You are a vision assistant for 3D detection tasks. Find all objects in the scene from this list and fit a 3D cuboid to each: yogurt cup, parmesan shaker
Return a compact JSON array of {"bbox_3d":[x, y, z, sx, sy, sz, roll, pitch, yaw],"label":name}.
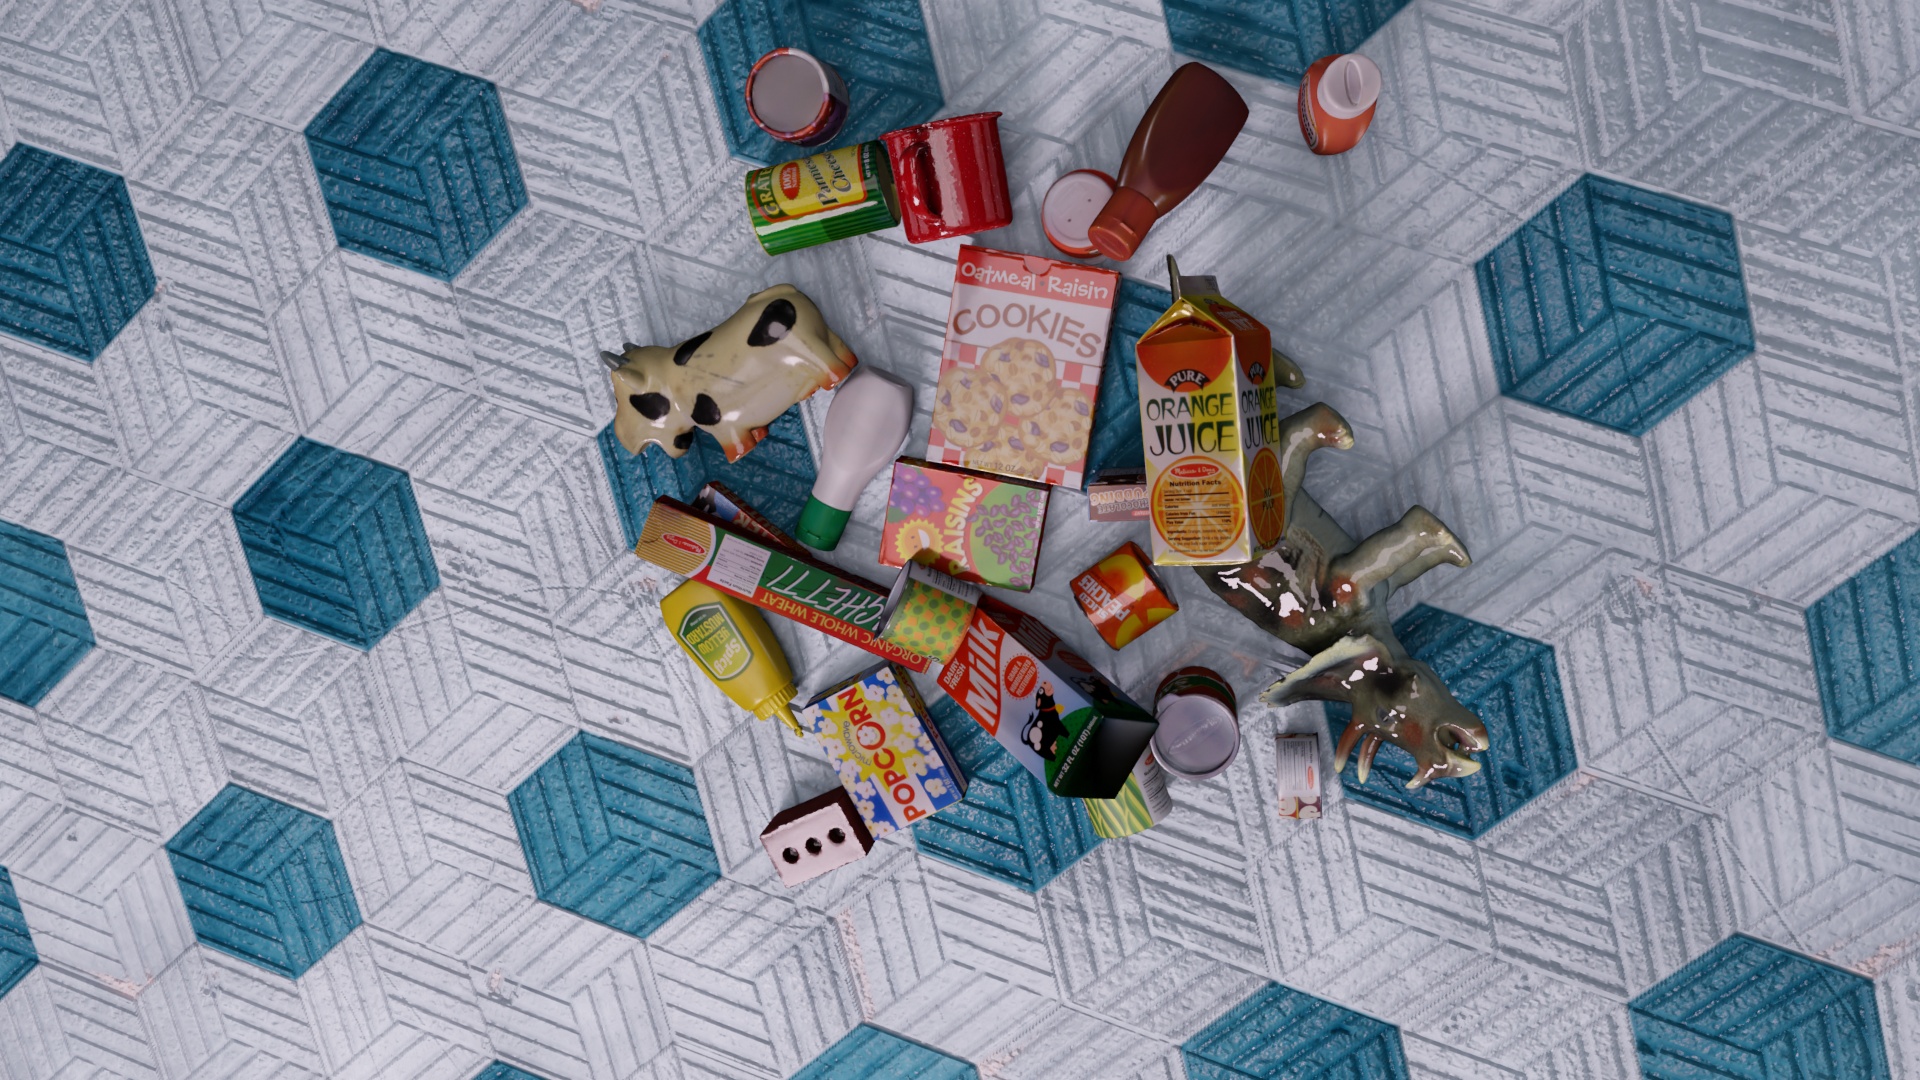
[{"bbox_3d":[0.091,-0.243,1.028,0.072,0.054,0.072,2,99,10],"label":"yogurt cup"},{"bbox_3d":[-0.103,-0.262,1.053,0.103,0.071,0.071,-11,98,11],"label":"parmesan shaker"}]

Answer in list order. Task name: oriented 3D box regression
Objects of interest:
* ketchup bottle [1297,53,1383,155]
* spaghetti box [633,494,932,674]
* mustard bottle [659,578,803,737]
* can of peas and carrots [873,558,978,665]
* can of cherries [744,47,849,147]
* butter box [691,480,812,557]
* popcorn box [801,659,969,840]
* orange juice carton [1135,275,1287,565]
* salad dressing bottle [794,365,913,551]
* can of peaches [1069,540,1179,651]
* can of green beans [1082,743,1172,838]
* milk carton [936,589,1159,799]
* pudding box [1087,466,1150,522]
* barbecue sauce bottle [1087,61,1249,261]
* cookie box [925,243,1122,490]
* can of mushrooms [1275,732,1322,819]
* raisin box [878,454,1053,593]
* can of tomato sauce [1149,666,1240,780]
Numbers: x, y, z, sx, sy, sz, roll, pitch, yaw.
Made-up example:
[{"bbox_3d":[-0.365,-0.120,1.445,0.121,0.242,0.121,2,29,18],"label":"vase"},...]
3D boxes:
[{"bbox_3d":[0.257,-0.300,0.941,0.043,0.149,0.064,-9,98,10],"label":"ketchup bottle"},{"bbox_3d":[-0.131,0.036,1.100,0.250,0.029,0.050,23,103,-7],"label":"spaghetti box"},{"bbox_3d":[-0.176,0.097,1.133,0.065,0.049,0.160,-38,91,15],"label":"mustard bottle"},{"bbox_3d":[-0.026,0.057,1.061,0.059,0.071,0.070,23,103,-8],"label":"can of peas and carrots"},{"bbox_3d":[-0.124,-0.331,1.048,0.071,0.058,0.071,2,100,9],"label":"can of cherries"},{"bbox_3d":[-0.177,0.003,1.130,0.103,0.024,0.053,37,103,2],"label":"butter box"},{"bbox_3d":[-0.060,0.169,1.131,0.085,0.038,0.126,-28,94,13],"label":"popcorn box"},{"bbox_3d":[0.168,-0.083,0.940,0.073,0.072,0.192,-2,97,33],"label":"orange juice carton"},{"bbox_3d":[-0.087,-0.063,1.095,0.064,0.044,0.147,26,104,1],"label":"salad dressing bottle"},{"bbox_3d":[0.125,0.042,1.062,0.058,0.071,0.071,-35,92,13],"label":"can of peaches"},{"bbox_3d":[0.126,0.193,1.089,0.071,0.071,0.057,-20,96,12],"label":"can of green beans"},{"bbox_3d":[0.052,0.112,1.060,0.191,0.073,0.072,39,107,40],"label":"milk carton"},{"bbox_3d":[0.123,-0.035,1.042,0.050,0.084,0.030,-2,100,10],"label":"pudding box"},{"bbox_3d":[0.144,-0.266,0.988,0.065,0.043,0.149,38,76,-14],"label":"barbecue sauce bottle"},{"bbox_3d":[0.048,-0.133,1.061,0.123,0.040,0.167,11,101,8],"label":"cookie box"},{"bbox_3d":[0.260,0.181,1.066,0.033,0.071,0.071,-3,99,12],"label":"can of mushrooms"},{"bbox_3d":[0.004,-0.014,1.089,0.123,0.040,0.086,11,102,6],"label":"raisin box"},{"bbox_3d":[0.178,0.137,1.062,0.071,0.083,0.071,2,100,10],"label":"can of tomato sauce"}]
